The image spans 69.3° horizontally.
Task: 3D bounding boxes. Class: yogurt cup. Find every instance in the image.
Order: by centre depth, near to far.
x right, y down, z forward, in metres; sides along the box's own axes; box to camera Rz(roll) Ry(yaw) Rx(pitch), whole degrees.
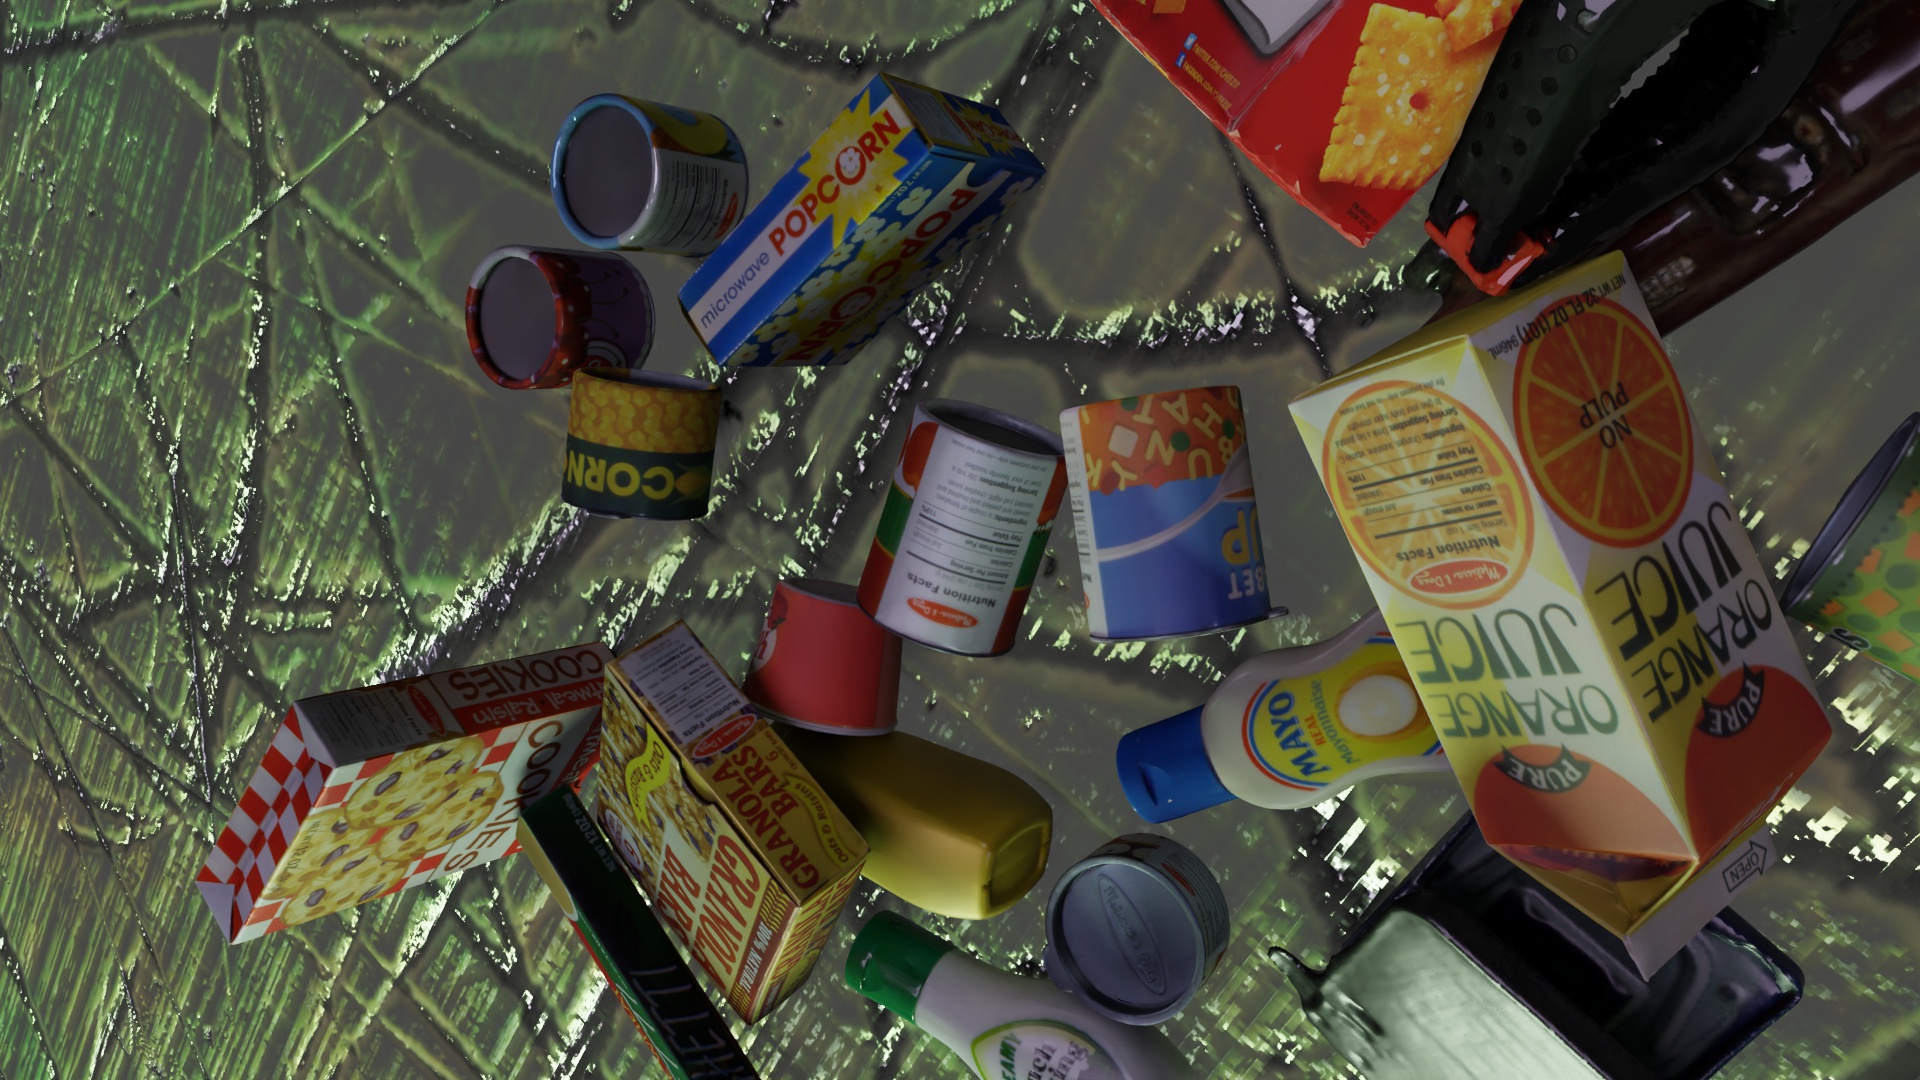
[{"bbox_3d":[-0.055,0.047,0.585,0.072,0.072,0.054,15,96,29],"label":"yogurt cup"}]

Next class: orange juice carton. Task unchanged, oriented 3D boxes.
[{"bbox_3d":[0.179,0.025,0.400,0.073,0.072,0.192,-19,98,62],"label":"orange juice carton"}]

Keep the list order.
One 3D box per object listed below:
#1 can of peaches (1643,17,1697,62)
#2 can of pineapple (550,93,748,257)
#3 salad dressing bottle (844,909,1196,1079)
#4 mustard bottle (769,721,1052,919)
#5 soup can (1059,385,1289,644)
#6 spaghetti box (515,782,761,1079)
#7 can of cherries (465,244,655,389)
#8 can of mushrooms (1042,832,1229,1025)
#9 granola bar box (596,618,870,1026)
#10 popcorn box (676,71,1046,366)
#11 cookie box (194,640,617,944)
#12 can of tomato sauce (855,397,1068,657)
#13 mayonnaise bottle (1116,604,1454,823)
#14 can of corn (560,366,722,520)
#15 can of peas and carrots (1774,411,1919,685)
[{"bbox_3d":[0.179,-0.166,0.419,0.058,0.071,0.071,-40,76,29],"label":"can of peaches"},{"bbox_3d":[-0.138,-0.160,0.612,0.071,0.058,0.071,4,98,31],"label":"can of pineapple"},{"bbox_3d":[0.021,0.201,0.568,0.148,0.044,0.064,22,109,27],"label":"salad dressing bottle"},{"bbox_3d":[-0.040,0.106,0.585,0.160,0.065,0.048,17,111,35],"label":"mustard bottle"},{"bbox_3d":[0.076,-0.010,0.498,0.071,0.071,0.083,-7,92,31],"label":"soup can"},{"bbox_3d":[-0.131,0.227,0.650,0.250,0.029,0.050,54,151,10],"label":"spaghetti box"},{"bbox_3d":[-0.186,-0.101,0.648,0.071,0.058,0.071,4,98,31],"label":"can of cherries"},{"bbox_3d":[0.067,0.151,0.541,0.071,0.033,0.071,4,99,30],"label":"can of mushrooms"},{"bbox_3d":[-0.105,0.126,0.593,0.124,0.039,0.164,47,147,17],"label":"granola bar box"},{"bbox_3d":[-0.039,-0.119,0.542,0.126,0.085,0.038,-39,76,29],"label":"popcorn box"},{"bbox_3d":[-0.244,0.113,0.645,0.040,0.168,0.122,48,117,20],"label":"cookie box"},{"bbox_3d":[0.002,-0.007,0.544,0.071,0.071,0.082,26,108,26],"label":"can of tomato sauce"},{"bbox_3d":[0.126,0.063,0.490,0.147,0.041,0.065,-26,86,30],"label":"mayonnaise bottle"},{"bbox_3d":[-0.143,-0.044,0.622,0.071,0.071,0.058,15,103,29],"label":"can of corn"},{"bbox_3d":[0.271,0.009,0.382,0.059,0.071,0.070,33,112,23],"label":"can of peas and carrots"}]
